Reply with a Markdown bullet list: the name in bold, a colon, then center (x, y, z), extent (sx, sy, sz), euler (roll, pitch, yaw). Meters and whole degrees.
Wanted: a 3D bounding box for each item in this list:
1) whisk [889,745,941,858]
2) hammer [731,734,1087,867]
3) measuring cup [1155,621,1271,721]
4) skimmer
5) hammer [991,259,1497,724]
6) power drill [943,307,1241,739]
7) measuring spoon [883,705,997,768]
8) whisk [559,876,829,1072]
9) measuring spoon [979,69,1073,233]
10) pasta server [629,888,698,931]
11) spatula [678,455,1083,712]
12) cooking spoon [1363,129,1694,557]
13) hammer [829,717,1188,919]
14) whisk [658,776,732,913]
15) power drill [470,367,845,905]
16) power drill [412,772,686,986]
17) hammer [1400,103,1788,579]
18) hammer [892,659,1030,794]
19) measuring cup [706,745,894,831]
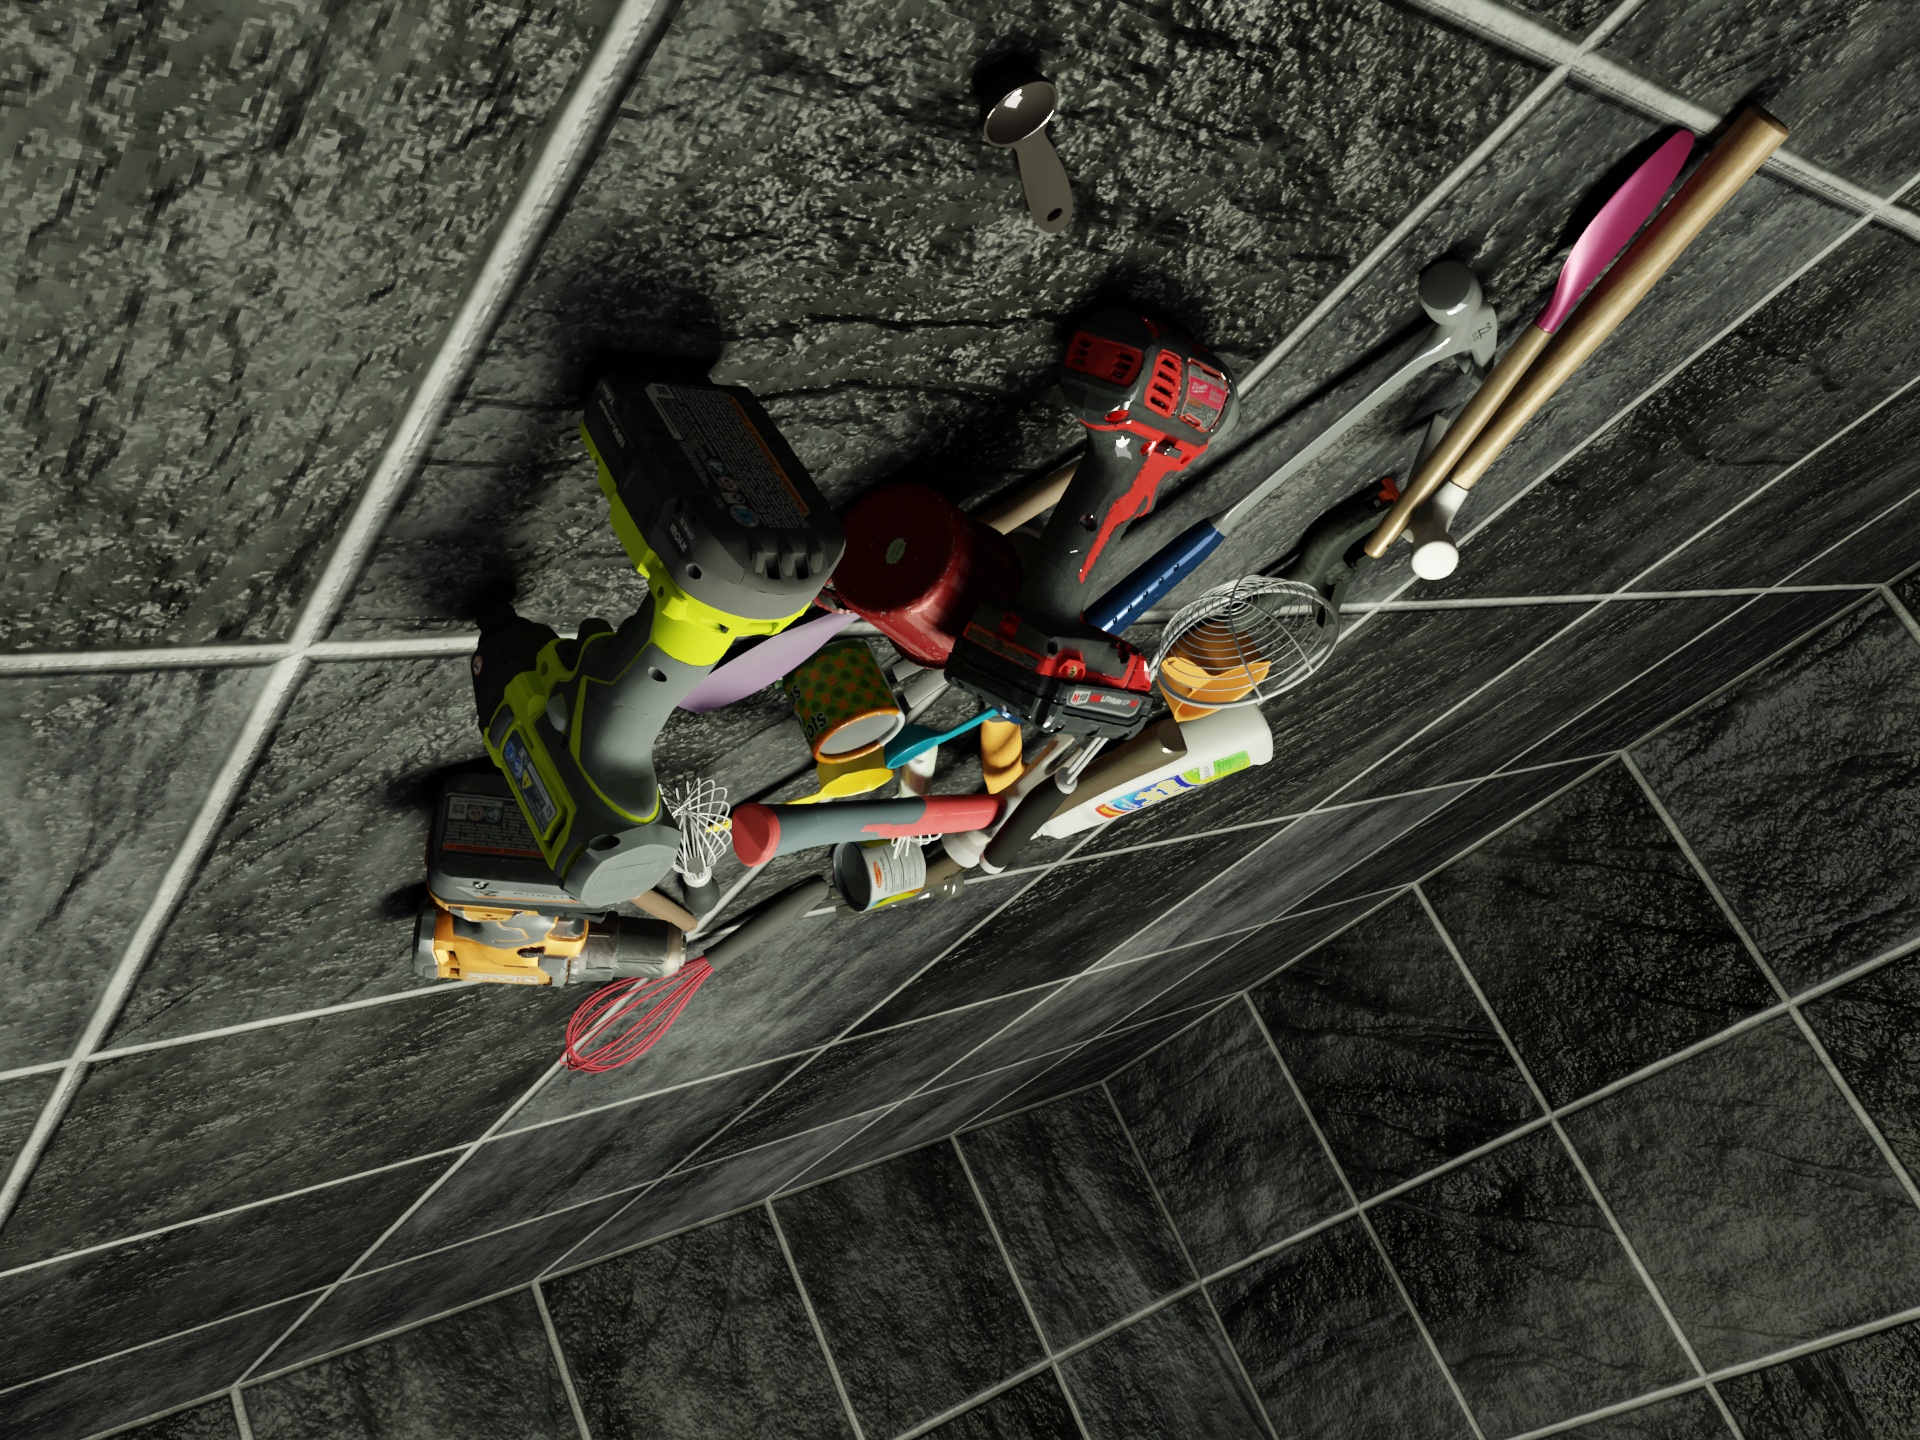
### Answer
- **whisk**: center (-0.038, 0.058, 1.258), extent (0.246, 0.058, 0.059), euler (102, 10, -69)
- **hammer**: center (-0.033, 0.060, 1.145), extent (0.143, 0.038, 0.386), euler (-44, 161, 19)
- **measuring cup**: center (0.187, -0.051, 1.290), extent (0.095, 0.052, 0.173), euler (-34, 157, 19)
- **skimmer**: center (0.133, 0.023, 1.176), extent (0.090, 0.127, 0.363), euler (28, 132, -11)
- **hammer**: center (0.180, -0.132, 1.047), extent (0.405, 0.035, 0.144), euler (-40, 157, 18)
- **power drill**: center (0.085, -0.105, 0.875), extent (0.143, 0.079, 0.219), euler (5, 109, -54)
- **measuring spoon**: center (-0.002, -0.004, 1.126), extent (0.128, 0.021, 0.042), euler (-27, 169, -21)
- **whisk**: center (-0.244, 0.230, 1.452), extent (0.296, 0.073, 0.073), euler (-34, 159, 2)
- **measuring spoon**: center (0.030, -0.243, 0.684), extent (0.034, 0.018, 0.124), euler (-31, 166, 6)
- **pasta server**: center (-0.251, 0.130, 1.239), extent (0.060, 0.040, 0.316), euler (-26, 164, -2)
- **spatula**: center (-0.040, -0.084, 0.978), extent (0.316, 0.018, 0.059), euler (-30, 161, 13)
- **cooking spoon**: center (0.354, -0.228, 1.010), extent (0.068, 0.017, 0.318), euler (-16, 146, -49)
- **hammer**: center (0.043, 0.092, 1.394), extent (0.146, 0.038, 0.410), euler (-8, 162, -40)
- **whisk**: center (-0.202, 0.106, 1.201), extent (0.070, 0.070, 0.284), euler (-21, 164, -13)
- **power drill**: center (-0.157, -0.046, 0.737), extent (0.080, 0.171, 0.223), euler (-5, 142, -45)
- **power drill**: center (-0.263, 0.119, 1.047), extent (0.185, 0.084, 0.226), euler (7, 151, -15)
- **hammer**: center (0.394, -0.244, 1.022), extent (0.031, 0.130, 0.331), euler (27, 126, -12)
- **hammer**: center (0.025, 0.004, 1.250), extent (0.127, 0.034, 0.336), euler (-25, 160, -6)
- **measuring cup**: center (-0.126, 0.050, 1.207), extent (0.156, 0.029, 0.062), euler (-18, 163, 13)
